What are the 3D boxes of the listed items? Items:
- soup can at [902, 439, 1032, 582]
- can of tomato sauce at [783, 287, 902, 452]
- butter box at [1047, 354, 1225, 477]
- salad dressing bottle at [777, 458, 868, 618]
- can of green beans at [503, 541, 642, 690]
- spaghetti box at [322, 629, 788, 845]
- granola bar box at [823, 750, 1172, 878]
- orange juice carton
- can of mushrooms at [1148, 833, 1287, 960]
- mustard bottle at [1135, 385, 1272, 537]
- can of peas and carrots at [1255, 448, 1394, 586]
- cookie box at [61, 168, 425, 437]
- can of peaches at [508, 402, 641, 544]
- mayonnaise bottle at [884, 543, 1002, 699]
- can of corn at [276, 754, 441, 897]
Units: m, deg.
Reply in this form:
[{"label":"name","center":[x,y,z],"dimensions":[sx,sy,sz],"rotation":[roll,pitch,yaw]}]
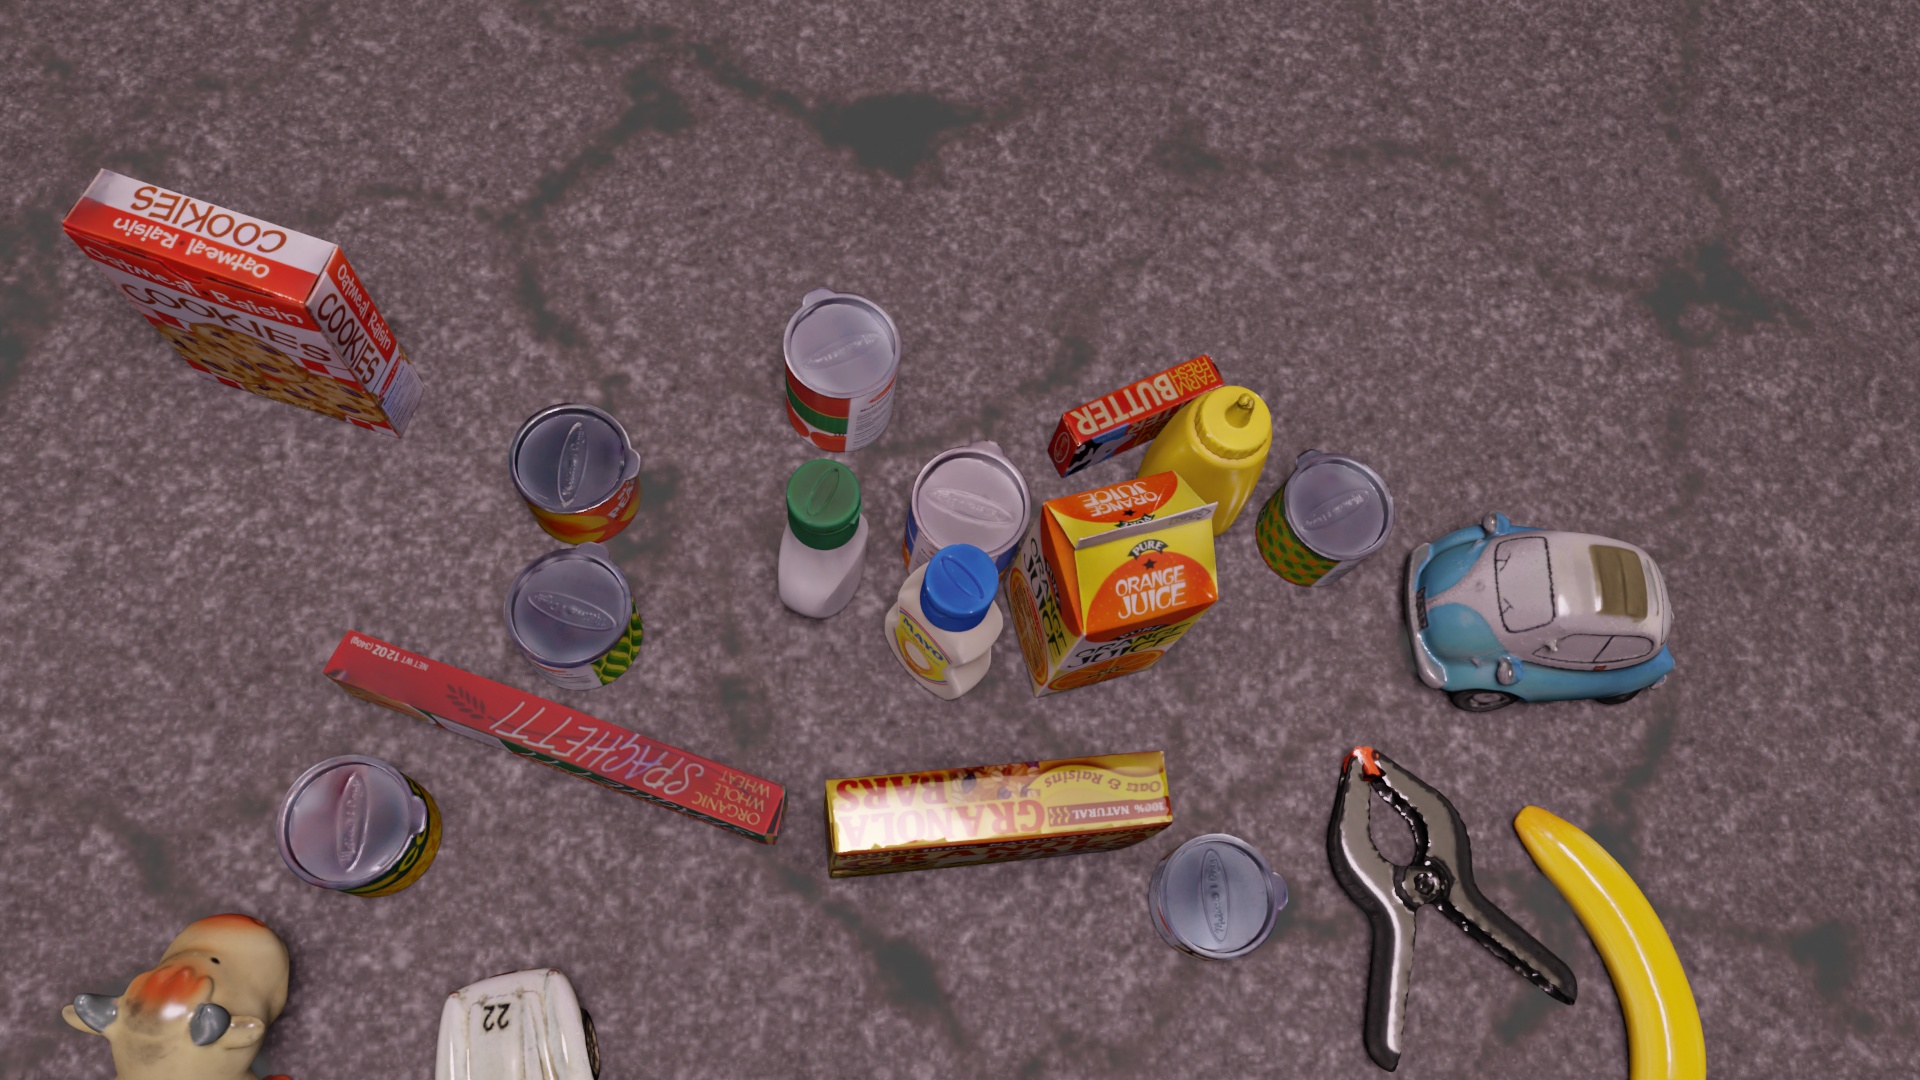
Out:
[{"label":"soup can","center":[0.003,-0.010,0.791],"dimensions":[0.071,0.083,0.071],"rotation":[2,71,-6]},{"label":"can of tomato sauce","center":[-0.071,-0.098,0.814],"dimensions":[0.071,0.082,0.071],"rotation":[2,71,-6]},{"label":"butter box","center":[0.106,-0.076,0.842],"dimensions":[0.104,0.053,0.024],"rotation":[-24,75,-14]},{"label":"salad dressing bottle","center":[-0.074,-0.001,0.745],"dimensions":[0.044,0.147,0.064],"rotation":[27,70,3]},{"label":"can of green beans","center":[-0.210,0.044,0.761],"dimensions":[0.071,0.057,0.071],"rotation":[2,71,-6]},{"label":"spaghetti box","center":[-0.211,0.107,0.743],"dimensions":[0.250,0.050,0.029],"rotation":[20,70,0]},{"label":"granola bar box","center":[0.014,0.144,0.717],"dimensions":[0.166,0.123,0.039],"rotation":[-4,72,-8]},{"label":"orange juice carton","center":[0.077,0.021,0.731],"dimensions":[0.072,0.192,0.073],"rotation":[-13,73,-11]},{"label":"can of mushrooms","center":[0.140,0.196,0.761],"dimensions":[0.071,0.033,0.071],"rotation":[2,71,-6]},{"label":"mustard bottle","center":[0.142,-0.049,0.780],"dimensions":[0.065,0.159,0.049],"rotation":[25,70,2]},{"label":"can of peas and carrots","center":[0.215,-0.013,0.830],"dimensions":[0.071,0.058,0.071],"rotation":[2,71,-6]},{"label":"cookie box","center":[-0.372,-0.119,0.741],"dimensions":[0.123,0.167,0.040],"rotation":[18,70,0]},{"label":"can of peaches","center":[-0.215,-0.036,0.789],"dimensions":[0.071,0.058,0.071],"rotation":[2,71,-6]},{"label":"mayonnaise bottle","center":[-0.008,0.041,0.738],"dimensions":[0.041,0.147,0.065],"rotation":[-41,80,-17]},{"label":"can of corn","center":[-0.304,0.148,0.713],"dimensions":[0.071,0.058,0.071],"rotation":[2,71,-6]}]
